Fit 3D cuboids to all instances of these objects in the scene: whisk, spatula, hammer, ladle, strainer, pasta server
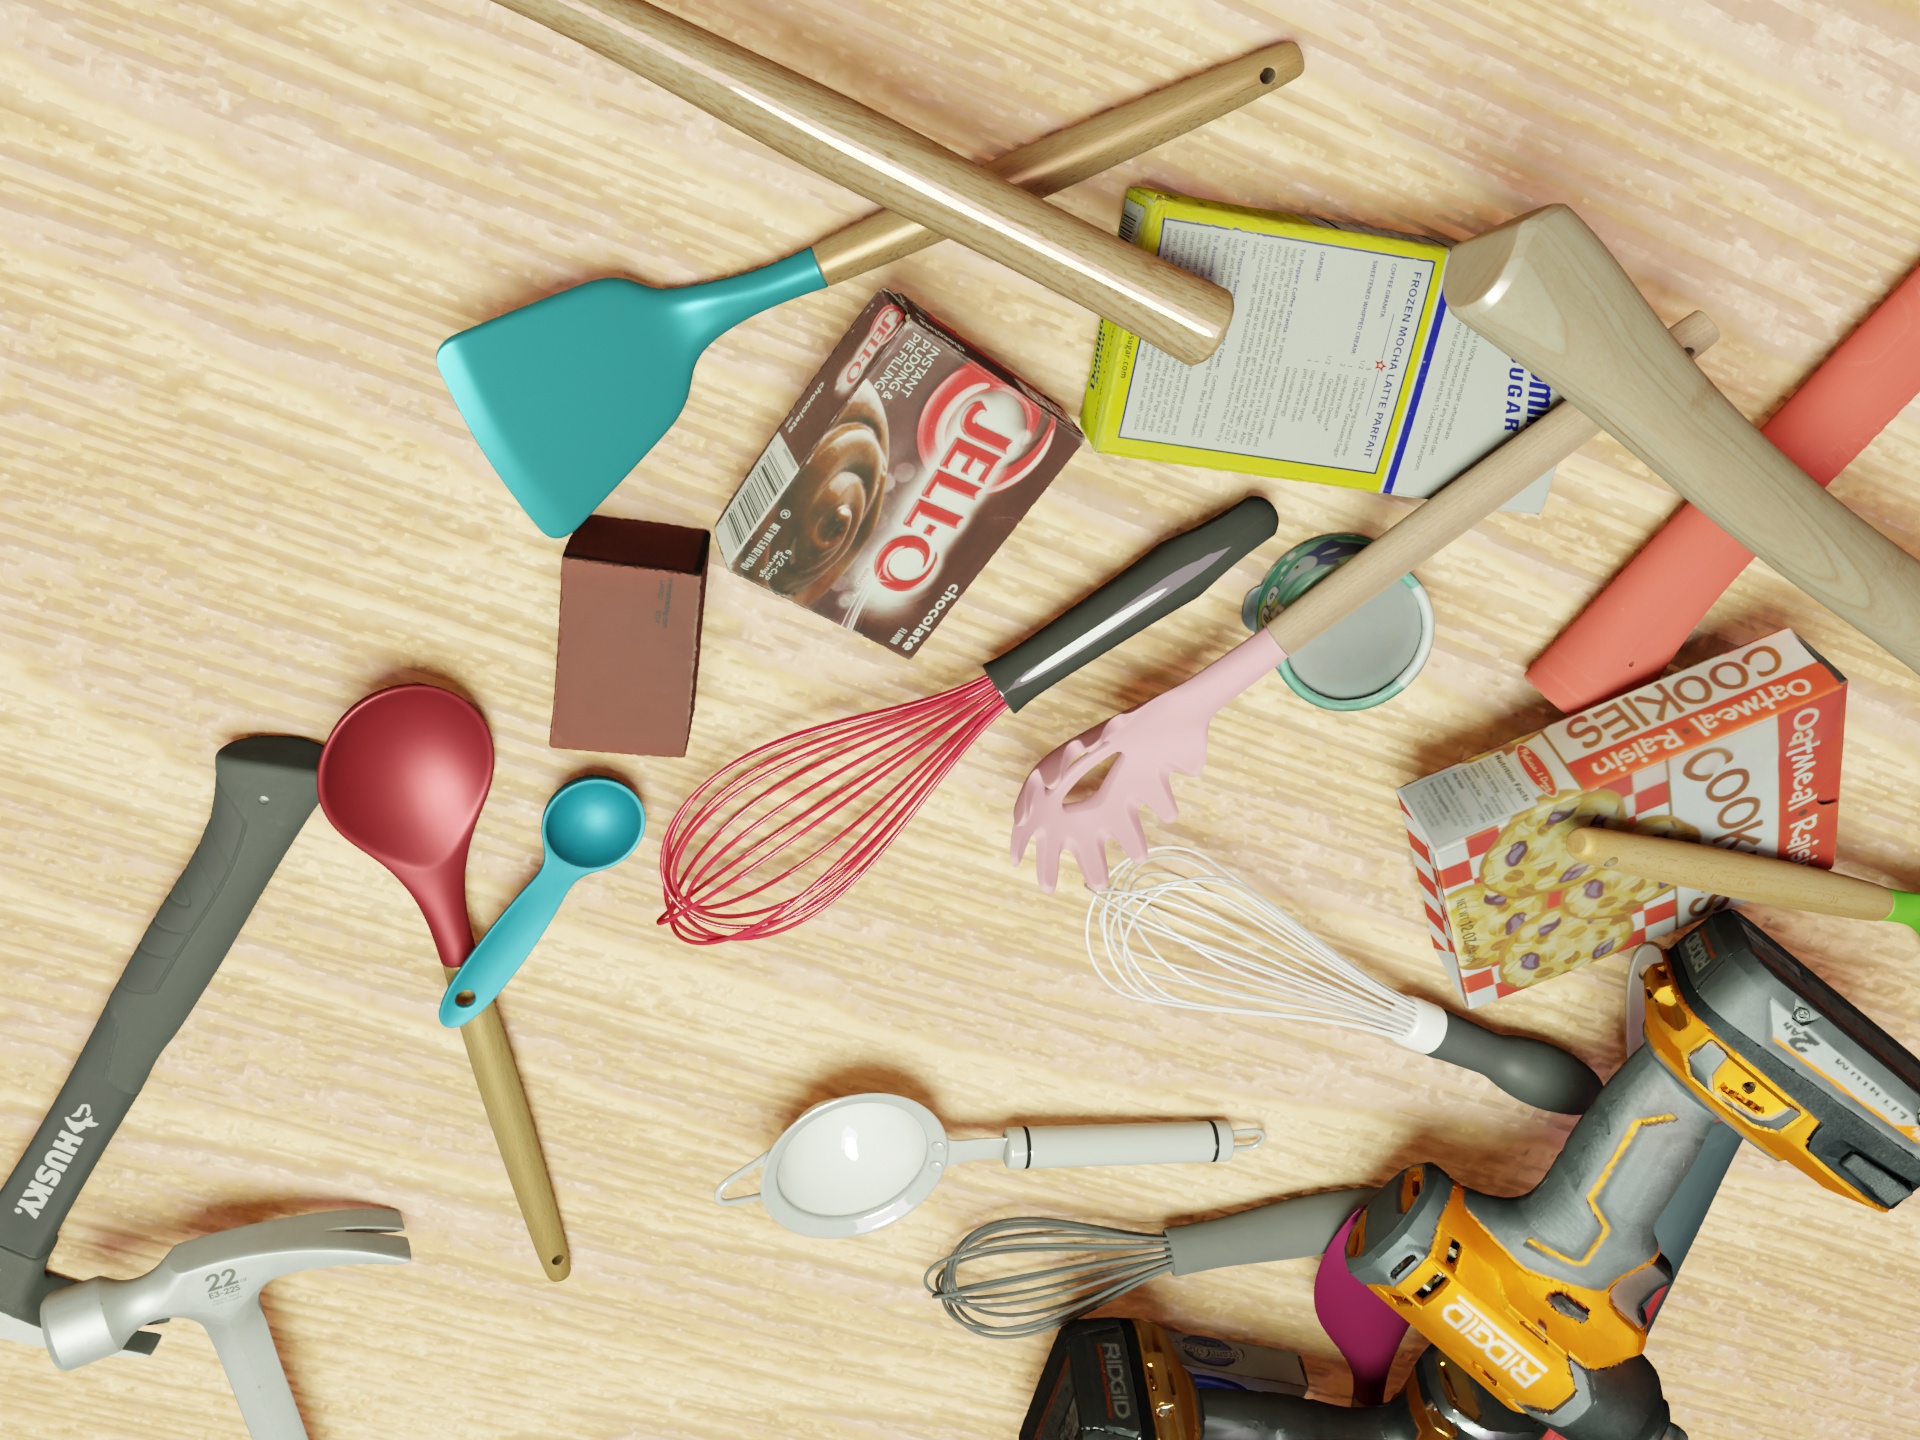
[{"bbox_3d":[0.101,0.250,0.756,0.239,0.055,0.055,-8,114,-6],"label":"whisk"},{"bbox_3d":[-0.024,-0.166,0.563,0.317,0.044,0.082,-23,124,4],"label":"spatula"},{"bbox_3d":[0.349,-0.144,0.606,0.149,0.037,0.359,36,106,-18],"label":"hammer"},{"bbox_3d":[-0.207,0.123,0.683,0.069,0.031,0.315,-20,119,-24],"label":"ladle"},{"bbox_3d":[0.017,0.195,0.727,0.258,0.050,0.086,1,120,-11],"label":"strainer"},{"bbox_3d":[-0.001,-0.002,0.631,0.296,0.073,0.073,-34,112,5],"label":"whisk"},{"bbox_3d":[0.331,0.326,0.796,0.143,0.038,0.386,6,117,-8],"label":"hammer"},{"bbox_3d":[0.318,-0.046,0.570,0.410,0.038,0.146,27,75,-26],"label":"hammer"},{"bbox_3d":[-0.307,0.404,0.781,0.144,0.035,0.405,-16,120,-21],"label":"hammer"},{"bbox_3d":[-0.351,0.142,0.678,0.146,0.035,0.334,32,107,-16],"label":"hammer"},{"bbox_3d":[-0.062,-0.194,0.496,0.331,0.130,0.031,23,106,-12],"label":"hammer"},{"bbox_3d":[0.143,-0.042,0.594,0.316,0.040,0.060,-38,126,16],"label":"pasta server"},{"bbox_3d":[0.176,0.124,0.703,0.284,0.070,0.070,24,110,-19],"label":"whisk"}]

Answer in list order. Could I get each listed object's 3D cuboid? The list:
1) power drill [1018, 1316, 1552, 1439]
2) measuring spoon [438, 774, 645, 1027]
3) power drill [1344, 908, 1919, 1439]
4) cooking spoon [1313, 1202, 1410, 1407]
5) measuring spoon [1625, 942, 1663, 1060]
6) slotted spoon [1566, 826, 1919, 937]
[{"bbox_3d":[0.145,0.363,0.758,0.226,0.084,0.185,6,126,-10],"label":"power drill"},{"bbox_3d":[-0.178,0.073,0.659,0.042,0.021,0.128,33,99,-31],"label":"measuring spoon"},{"bbox_3d":[0.297,0.209,0.670,0.164,0.084,0.226,40,111,4],"label":"power drill"},{"bbox_3d":[0.207,0.362,0.814,0.068,0.017,0.318,-8,119,-11],"label":"cooking spoon"},{"bbox_3d":[0.321,0.159,0.751,0.034,0.018,0.124,-6,107,-1],"label":"measuring spoon"},{"bbox_3d":[0.369,0.072,0.665,0.313,0.031,0.070,11,130,-26],"label":"slotted spoon"}]
